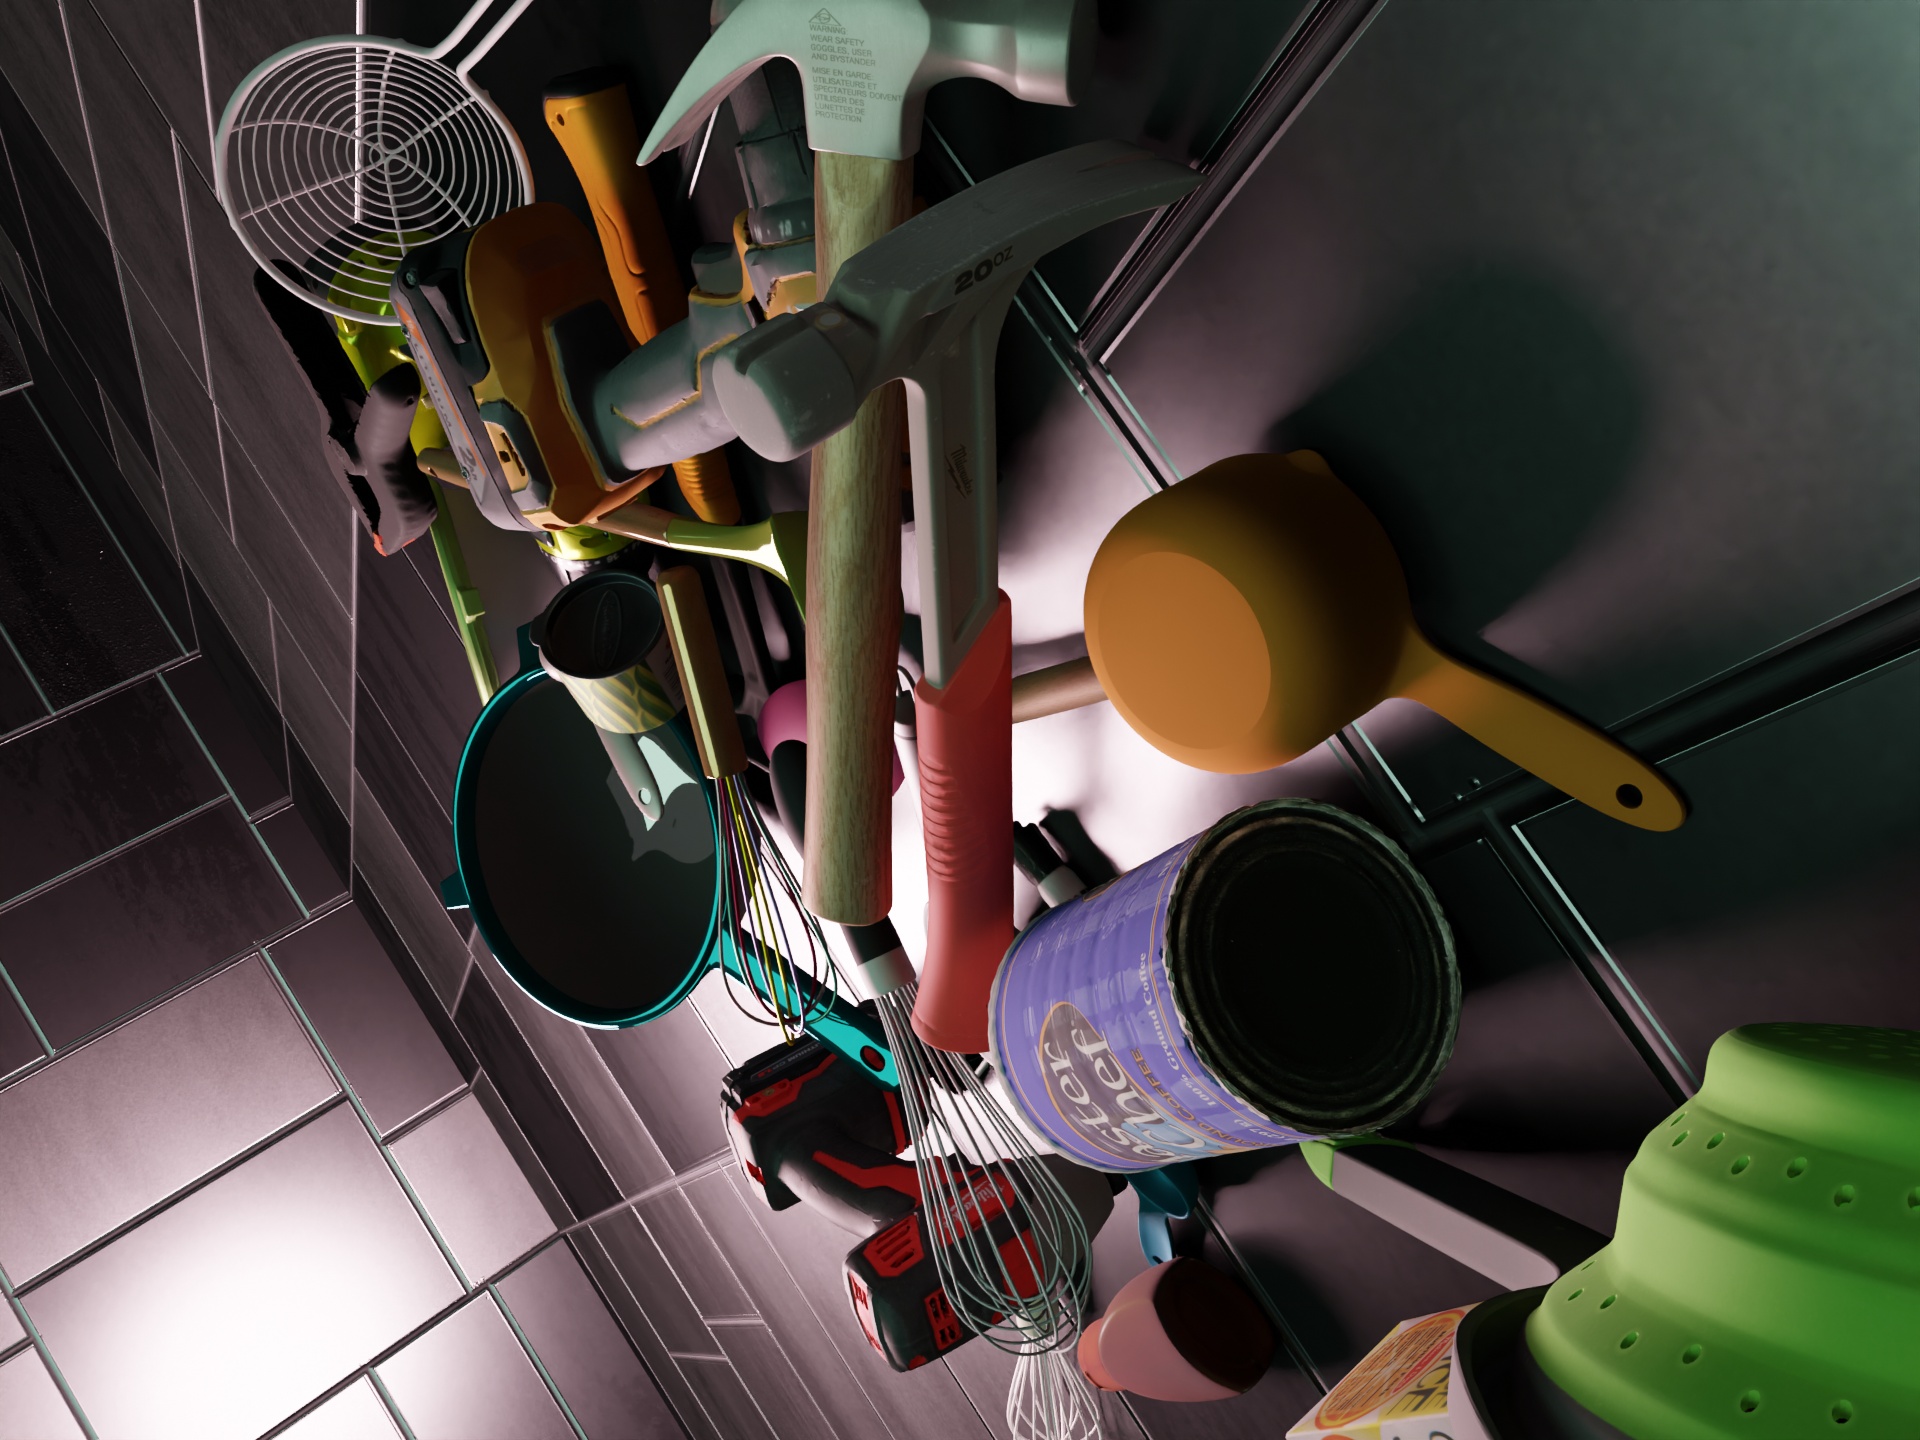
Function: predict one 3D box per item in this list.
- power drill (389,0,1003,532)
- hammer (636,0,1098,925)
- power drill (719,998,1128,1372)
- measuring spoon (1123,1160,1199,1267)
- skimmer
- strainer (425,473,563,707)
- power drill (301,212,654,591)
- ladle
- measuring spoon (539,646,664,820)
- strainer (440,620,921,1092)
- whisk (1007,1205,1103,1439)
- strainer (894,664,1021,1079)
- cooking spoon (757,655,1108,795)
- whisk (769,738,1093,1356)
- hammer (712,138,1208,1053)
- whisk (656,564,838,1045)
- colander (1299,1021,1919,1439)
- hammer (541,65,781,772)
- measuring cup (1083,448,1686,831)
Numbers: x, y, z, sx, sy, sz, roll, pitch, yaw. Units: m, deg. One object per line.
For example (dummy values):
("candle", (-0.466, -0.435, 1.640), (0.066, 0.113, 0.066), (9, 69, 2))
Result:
("power drill", (-0.103, -0.157, 0.574), (0.226, 0.084, 0.185), (2, 121, 35))
("hammer", (-0.037, -0.069, 0.521), (0.130, 0.031, 0.331), (13, 123, 14))
("power drill", (-0.023, 0.226, 0.806), (0.220, 0.143, 0.078), (21, 131, 58))
("measuring spoon", (0.096, 0.227, 0.738), (0.042, 0.021, 0.128), (32, 152, 30))
("skimmer", (-0.172, -0.234, 0.570), (0.127, 0.090, 0.363), (26, 163, -31))
("strainer", (-0.277, -0.046, 1.011), (0.256, 0.069, 0.152), (90, 157, -49))
("power drill", (-0.247, -0.158, 0.854), (0.229, 0.080, 0.190), (37, 150, 32))
("ladle", (-0.150, -0.080, 0.701), (0.320, 0.062, 0.078), (19, 146, 35))
("measuring spoon", (-0.194, 0.001, 0.852), (0.034, 0.018, 0.124), (-38, 77, 29))
("strainer", (-0.139, 0.095, 0.897), (0.340, 0.095, 0.211), (31, 111, 24))
("whisk", (0.046, 0.347, 0.908), (0.059, 0.058, 0.246), (3, 123, 17))
("strainer", (0.002, 0.070, 0.674), (0.087, 0.050, 0.258), (47, 160, 41))
("cooking spoon", (-0.001, -0.002, 0.629), (0.319, 0.017, 0.068), (-15, 106, 54))
("whisk", (-0.019, 0.138, 0.684), (0.285, 0.070, 0.070), (65, 153, 6))
("hammer", (0.008, -0.004, 0.529), (0.037, 0.149, 0.358), (38, 149, 31))
("whisk", (-0.106, 0.046, 0.765), (0.051, 0.047, 0.245), (-4, 107, 26))
("colander", (0.186, 0.115, 0.393), (0.397, 0.204, 0.094), (174, 102, -76))
("hammer", (-0.117, -0.119, 0.722), (0.127, 0.034, 0.336), (25, 137, 48))
("measuring cup", (0.107, -0.008, 0.436), (0.174, 0.052, 0.095), (34, 133, 31))
